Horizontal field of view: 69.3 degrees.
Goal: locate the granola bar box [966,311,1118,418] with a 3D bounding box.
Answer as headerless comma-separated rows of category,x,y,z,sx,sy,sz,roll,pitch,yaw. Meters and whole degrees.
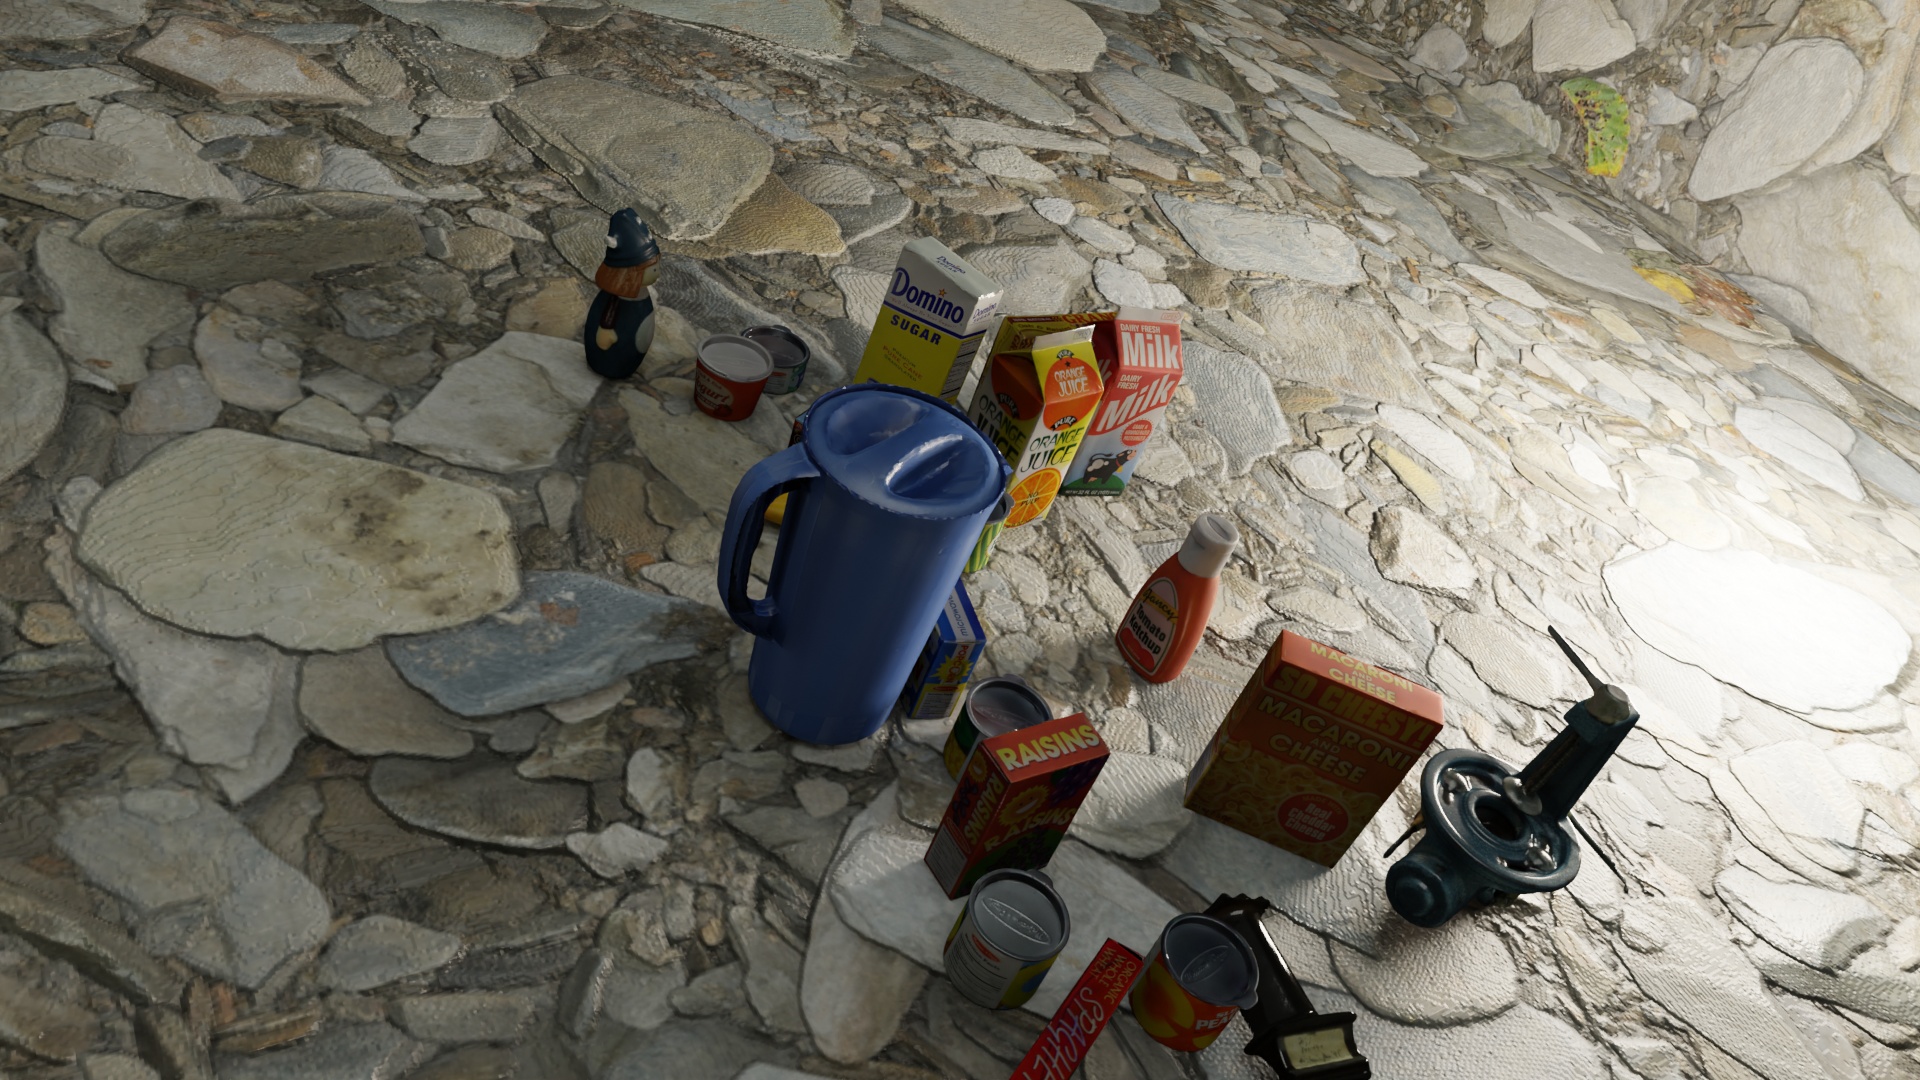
granola bar box,0.097,-0.160,1.340,0.166,0.123,0.039,-8,47,-34

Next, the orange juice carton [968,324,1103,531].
orange juice carton,0.057,-0.102,1.194,0.072,0.191,0.073,-15,51,-39

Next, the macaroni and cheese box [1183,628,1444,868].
macaroni and cheese box,0.252,0.152,1.006,0.124,0.165,0.040,22,37,0

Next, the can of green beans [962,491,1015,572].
can of green beans,0.002,-0.015,1.172,0.071,0.057,0.071,14,38,-11

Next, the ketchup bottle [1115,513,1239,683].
ketchup bottle,0.176,0.044,1.113,0.044,0.148,0.065,-10,48,-35

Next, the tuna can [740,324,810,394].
tuna can,-0.175,-0.169,1.290,0.071,0.032,0.071,14,38,-11

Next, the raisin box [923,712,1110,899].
raisin box,0.036,0.173,0.908,0.086,0.122,0.040,-9,48,-35

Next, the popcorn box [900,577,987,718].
popcorn box,-0.028,0.059,1.045,0.038,0.084,0.127,2,42,-25

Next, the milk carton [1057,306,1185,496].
milk carton,0.140,-0.134,1.276,0.072,0.189,0.074,-1,43,-28

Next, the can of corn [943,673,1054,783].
can of corn,0.027,0.140,0.997,0.071,0.058,0.071,14,38,-11

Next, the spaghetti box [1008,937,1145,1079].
spaghetti box,0.035,0.322,0.788,0.029,0.049,0.251,34,39,15

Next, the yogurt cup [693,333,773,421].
yogurt cup,-0.203,-0.142,1.226,0.072,0.053,0.073,14,38,-11

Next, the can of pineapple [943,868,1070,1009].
can of pineapple,0.030,0.248,0.868,0.071,0.057,0.071,14,38,-11

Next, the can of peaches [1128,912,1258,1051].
can of peaches,0.149,0.283,0.885,0.071,0.057,0.071,14,38,-11

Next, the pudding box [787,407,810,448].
pudding box,-0.106,-0.073,1.195,0.084,0.049,0.030,31,38,11
